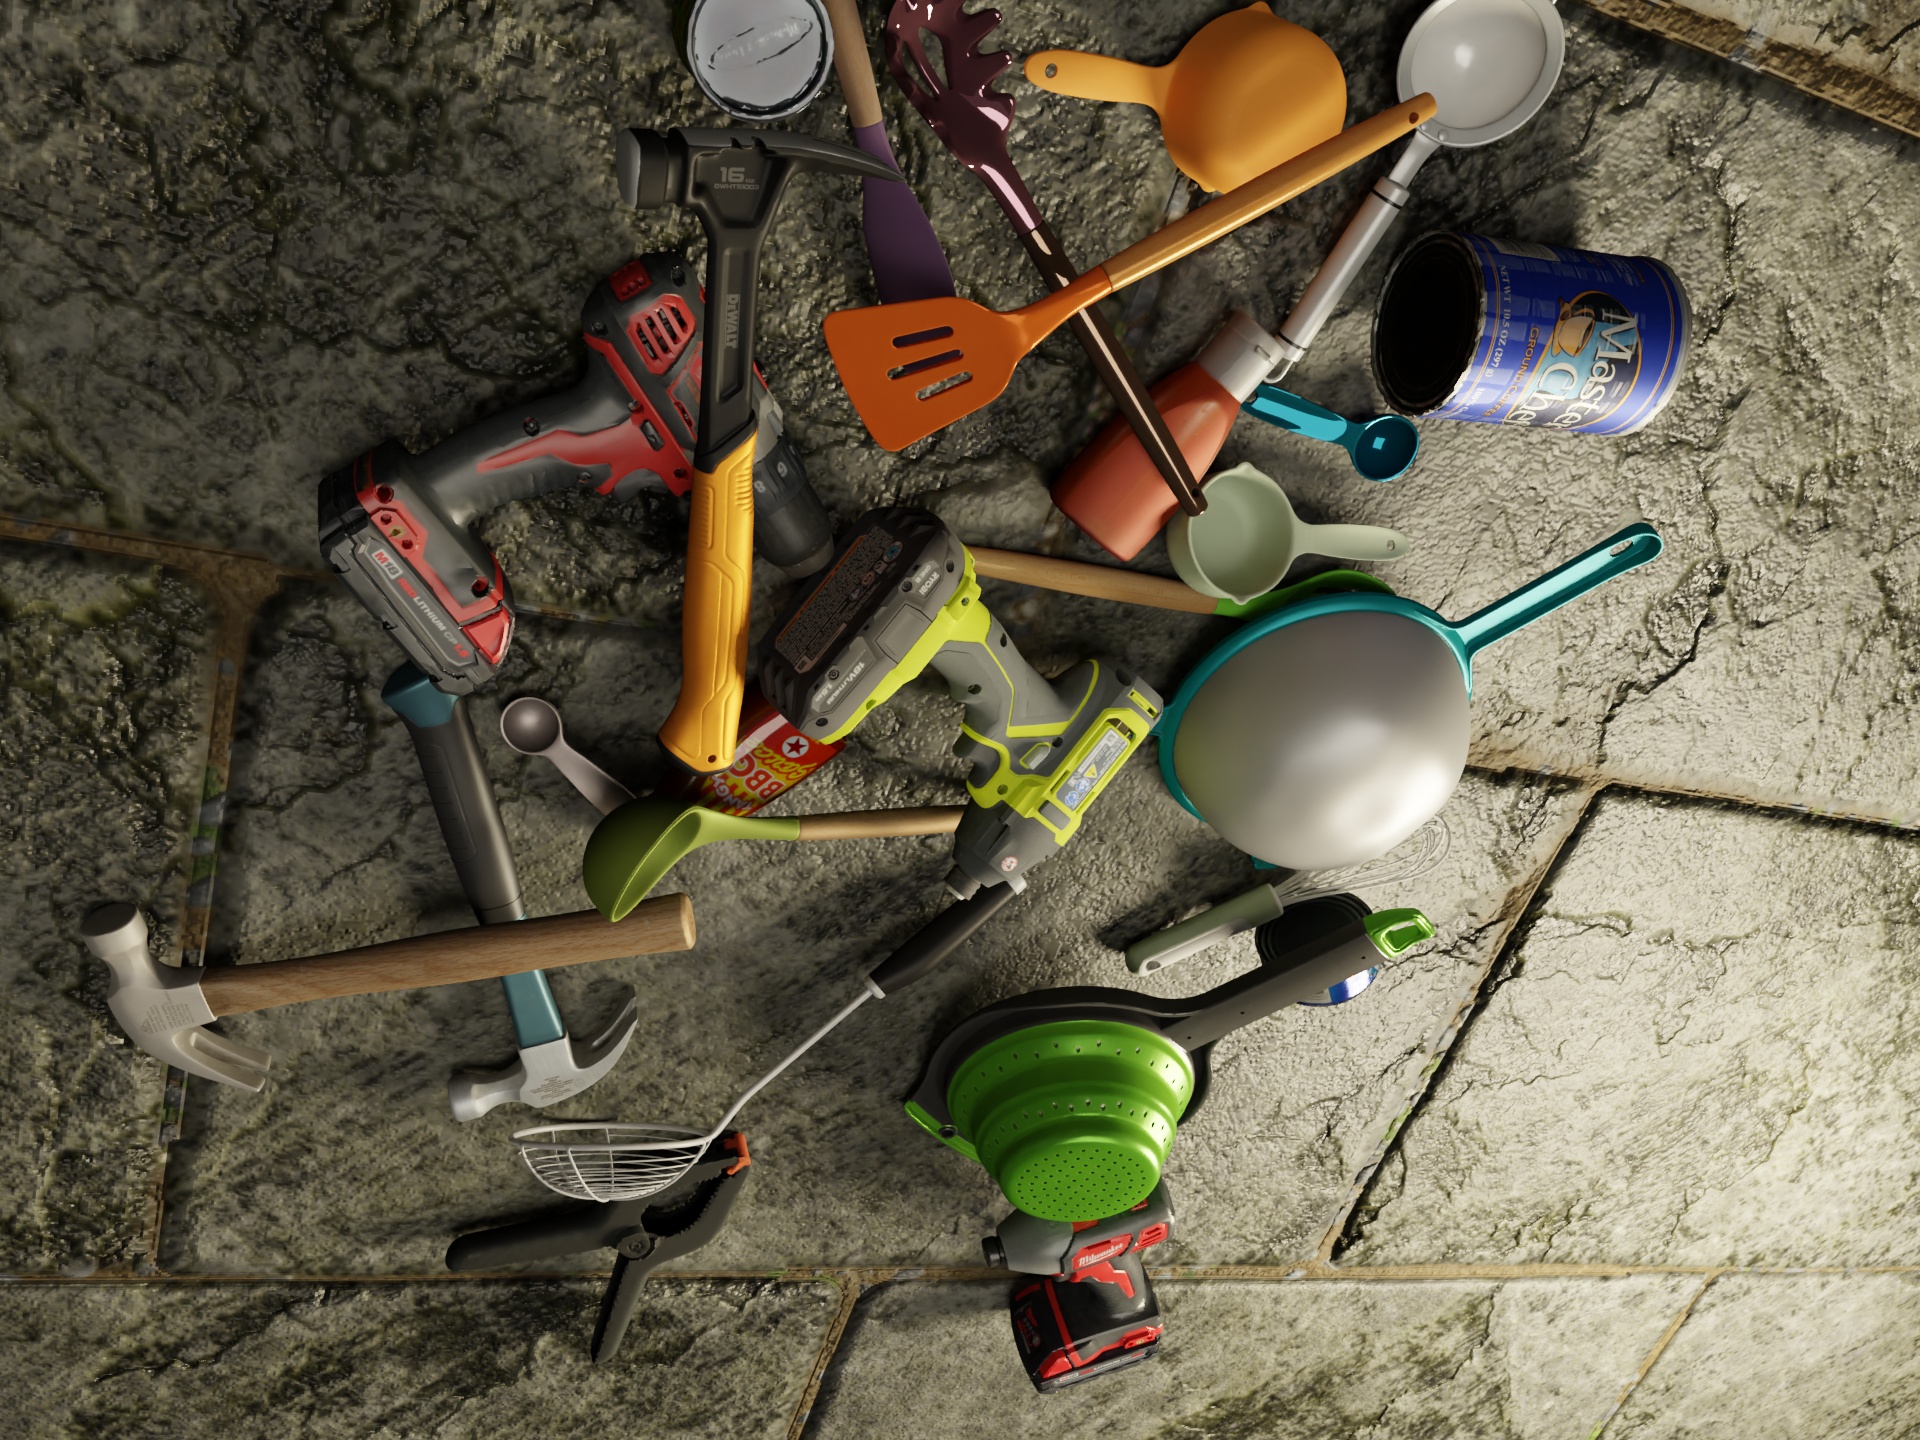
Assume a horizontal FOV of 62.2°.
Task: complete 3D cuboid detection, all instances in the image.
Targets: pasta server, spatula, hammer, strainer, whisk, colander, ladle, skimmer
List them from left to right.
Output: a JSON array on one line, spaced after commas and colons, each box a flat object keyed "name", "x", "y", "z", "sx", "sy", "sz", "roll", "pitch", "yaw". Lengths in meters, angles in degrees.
[{"name": "hammer", "x": -0.319, "y": 0.143, "z": 0.921, "sx": 0.331, "sy": 0.031, "sz": 0.130, "roll": -8, "pitch": 122, "yaw": -2}, {"name": "hammer", "x": -0.278, "y": 0.106, "z": 0.946, "sx": 0.128, "sy": 0.033, "sz": 0.330, "roll": -13, "pitch": 124, "yaw": -10}, {"name": "hammer", "x": -0.110, "y": -0.116, "z": 0.783, "sx": 0.127, "sy": 0.034, "sz": 0.336, "roll": -7, "pitch": 126, "yaw": -25}, {"name": "skimmer", "x": -0.122, "y": 0.190, "z": 1.040, "sx": 0.363, "sy": 0.127, "sz": 0.090, "roll": -38, "pitch": 84, "yaw": -6}, {"name": "ladle", "x": -0.071, "y": 0.072, "z": 0.946, "sx": 0.320, "sy": 0.062, "sz": 0.078, "roll": -1, "pitch": 140, "yaw": -35}, {"name": "spatula", "x": -0.049, "y": -0.310, "z": 0.755, "sx": 0.018, "sy": 0.060, "sz": 0.315, "roll": -38, "pitch": 127, "yaw": -31}, {"name": "pasta server", "x": 0.054, "y": -0.230, "z": 0.815, "sx": 0.060, "sy": 0.040, "sz": 0.316, "roll": -44, "pitch": 118, "yaw": -15}, {"name": "spatula", "x": 0.089, "y": -0.234, "z": 0.790, "sx": 0.322, "sy": 0.041, "sz": 0.081, "roll": -29, "pitch": 124, "yaw": -2}, {"name": "colander", "x": 0.144, "y": 0.244, "z": 1.076, "sx": 0.397, "sy": 0.095, "sz": 0.204, "roll": -30, "pitch": 128, "yaw": 22}, {"name": "whisk", "x": 0.229, "y": 0.123, "z": 1.122, "sx": 0.246, "sy": 0.059, "sz": 0.057, "roll": -25, "pitch": 137, "yaw": 4}, {"name": "strainer", "x": 0.236, "y": -0.295, "z": 0.861, "sx": 0.086, "sy": 0.050, "sz": 0.258, "roll": 22, "pitch": 118, "yaw": -19}, {"name": "strainer", "x": 0.290, "y": -0.004, "z": 0.991, "sx": 0.340, "sy": 0.095, "sz": 0.210, "roll": -32, "pitch": 131, "yaw": 18}]

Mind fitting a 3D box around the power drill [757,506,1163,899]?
[{"name": "power drill", "x": -0.001, "y": -0.003, "z": 0.915, "sx": 0.171, "sy": 0.080, "sz": 0.223, "roll": -51, "pitch": 127, "yaw": 0}]

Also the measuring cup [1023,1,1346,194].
[{"name": "measuring cup", "x": 0.116, "y": -0.307, "z": 0.787, "sx": 0.173, "sy": 0.052, "sz": 0.095, "roll": -4, "pitch": 124, "yaw": -29}]

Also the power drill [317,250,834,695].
[{"name": "power drill", "x": -0.188, "y": -0.108, "z": 0.817, "sx": 0.226, "sy": 0.080, "sz": 0.187, "roll": -32, "pitch": 126, "yaw": 0}]

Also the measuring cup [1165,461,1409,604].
[{"name": "measuring cup", "x": 0.197, "y": -0.109, "z": 0.960, "sx": 0.167, "sy": 0.038, "sz": 0.083, "roll": 0, "pitch": 92, "yaw": -27}]

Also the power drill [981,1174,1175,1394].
[{"name": "power drill", "x": 0.090, "y": 0.428, "z": 1.226, "sx": 0.143, "sy": 0.079, "sz": 0.219, "roll": -14, "pitch": 135, "yaw": -10}]

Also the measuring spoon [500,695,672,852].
[{"name": "measuring spoon", "x": -0.211, "y": 0.031, "z": 0.912, "sx": 0.034, "sy": 0.018, "sz": 0.124, "roll": -41, "pitch": 106, "yaw": 11}]

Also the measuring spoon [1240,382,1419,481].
[{"name": "measuring spoon", "x": 0.213, "y": -0.179, "z": 0.945, "sx": 0.128, "sy": 0.021, "sz": 0.042, "roll": 17, "pitch": 116, "yaw": -17}]

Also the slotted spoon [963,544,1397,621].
[{"name": "slotted spoon", "x": 0.132, "y": -0.079, "z": 0.972, "sx": 0.313, "sy": 0.031, "sz": 0.070, "roll": 7, "pitch": 119, "yaw": -21}]
